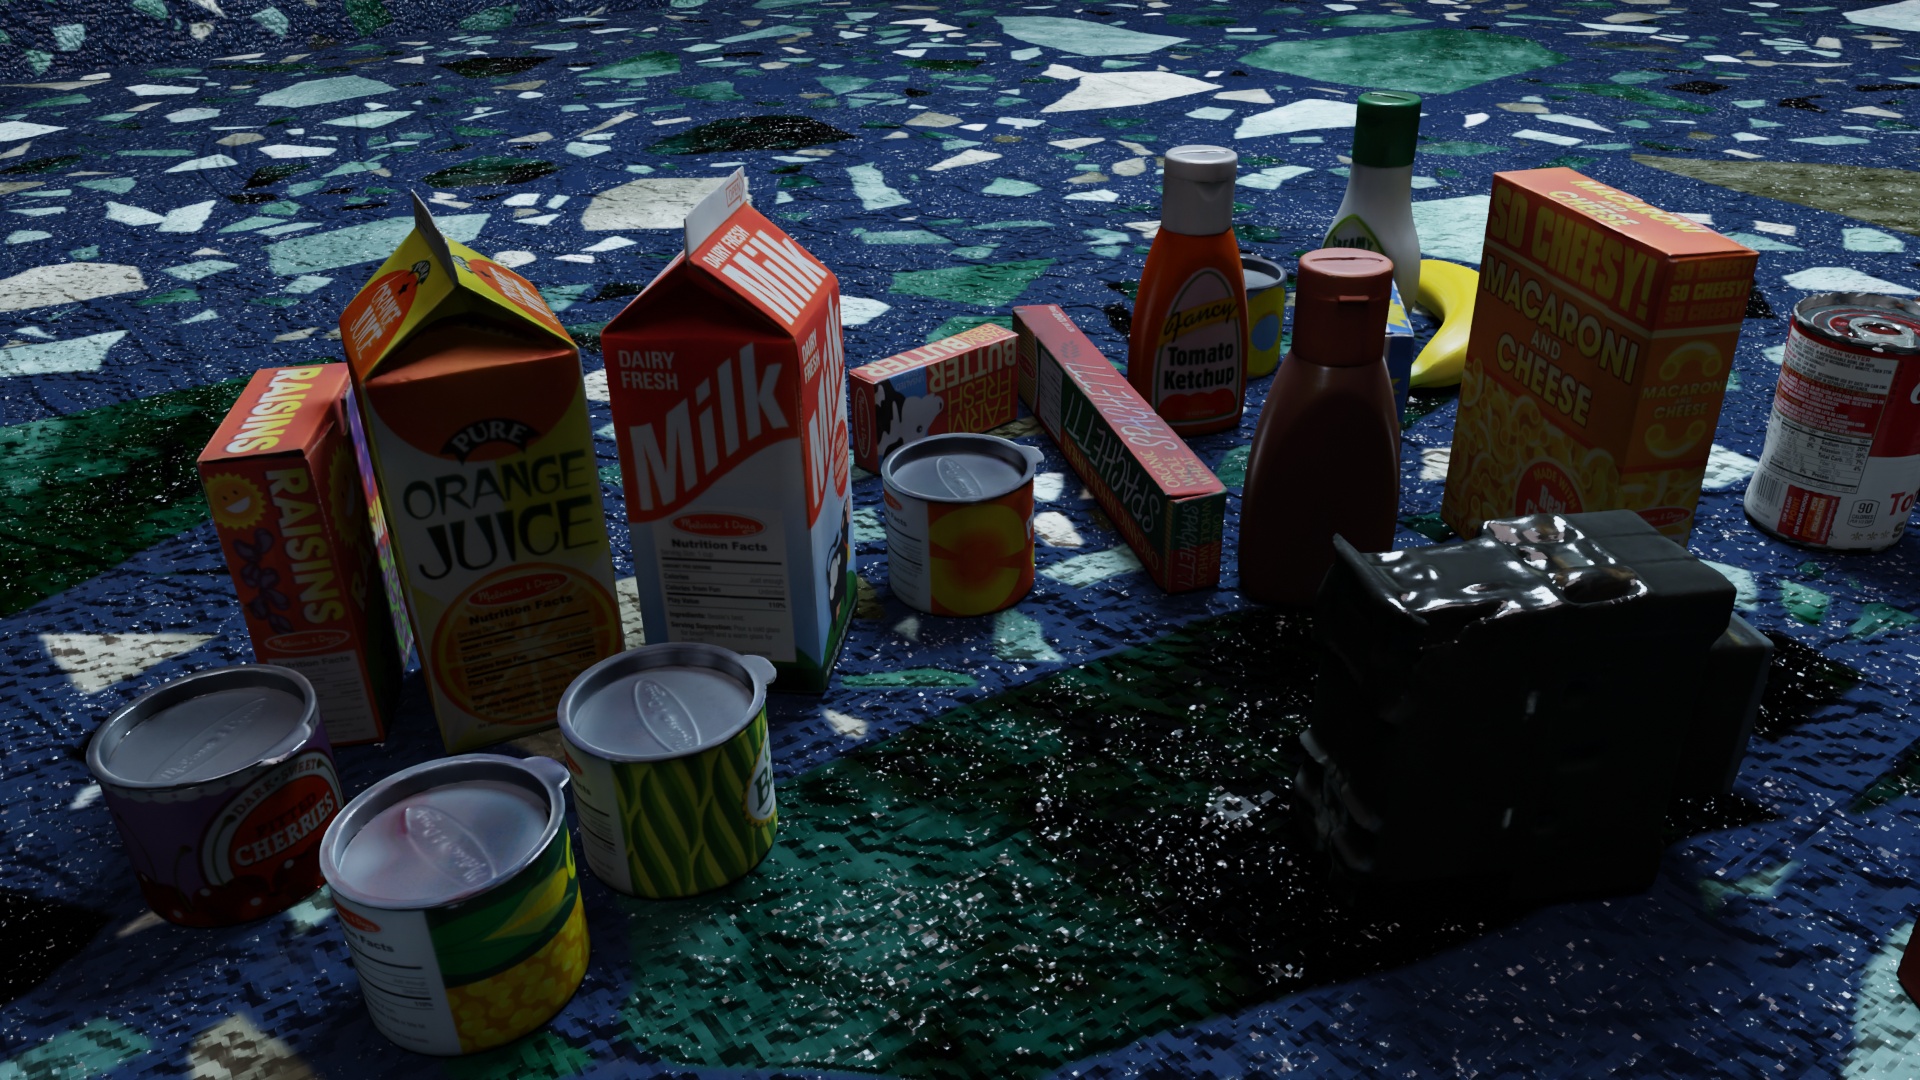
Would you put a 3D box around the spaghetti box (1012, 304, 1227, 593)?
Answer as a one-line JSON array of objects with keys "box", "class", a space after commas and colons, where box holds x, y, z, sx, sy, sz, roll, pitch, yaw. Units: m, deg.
[{"box": [0.072, -0.056, 0.701, 0.029, 0.050, 0.251, -8, 30, -12], "class": "spaghetti box"}]

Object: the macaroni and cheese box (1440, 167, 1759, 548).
[{"box": [0.256, -0.057, 0.576, 0.040, 0.165, 0.124, -6, 29, -8], "class": "macaroni and cheese box"}]

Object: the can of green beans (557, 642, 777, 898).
[{"box": [-0.096, 0.076, 0.461, 0.071, 0.057, 0.071, -1, 29, 1], "class": "can of green beans"}]

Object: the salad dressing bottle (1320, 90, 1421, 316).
[{"box": [0.252, -0.195, 0.846, 0.044, 0.147, 0.064, -22, 35, -33], "class": "salad dressing bottle"}]

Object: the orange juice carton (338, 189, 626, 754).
[{"box": [-0.175, -0.026, 0.509, 0.073, 0.191, 0.072, -14, 31, -22], "class": "orange juice carton"}]

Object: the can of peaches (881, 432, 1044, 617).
[{"box": [0.002, -0.008, 0.608, 0.071, 0.057, 0.071, -1, 29, 1], "class": "can of peaches"}]

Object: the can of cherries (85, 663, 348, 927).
[{"box": [-0.237, 0.083, 0.453, 0.071, 0.058, 0.072, -1, 29, 1], "class": "can of cherries"}]

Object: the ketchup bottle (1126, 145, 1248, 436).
[{"box": [0.122, -0.130, 0.732, 0.065, 0.148, 0.044, -7, 29, -10], "class": "ketchup bottle"}]

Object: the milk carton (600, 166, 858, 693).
[{"box": [-0.085, -0.040, 0.535, 0.073, 0.189, 0.073, 3, 29, 7], "class": "milk carton"}]

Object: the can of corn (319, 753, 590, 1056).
[{"box": [-0.144, 0.105, 0.410, 0.071, 0.058, 0.071, -1, 29, 1], "class": "can of corn"}]

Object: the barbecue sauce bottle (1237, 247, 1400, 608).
[{"box": [0.152, -0.044, 0.575, 0.065, 0.147, 0.044, 0, 29, 3], "class": "barbecue sauce bottle"}]

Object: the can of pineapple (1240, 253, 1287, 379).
[{"box": [0.161, -0.134, 0.831, 0.071, 0.057, 0.071, -1, 29, 1], "class": "can of pineapple"}]

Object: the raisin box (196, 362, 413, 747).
[{"box": [-0.243, 0.005, 0.528, 0.040, 0.122, 0.086, -6, 29, -8], "class": "raisin box"}]

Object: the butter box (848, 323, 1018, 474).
[{"box": [-0.013, -0.077, 0.739, 0.104, 0.052, 0.024, -25, 36, -36], "class": "butter box"}]

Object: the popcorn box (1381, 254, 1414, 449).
[{"box": [0.205, -0.090, 0.721, 0.038, 0.084, 0.127, 3, 29, 8], "class": "popcorn box"}]
